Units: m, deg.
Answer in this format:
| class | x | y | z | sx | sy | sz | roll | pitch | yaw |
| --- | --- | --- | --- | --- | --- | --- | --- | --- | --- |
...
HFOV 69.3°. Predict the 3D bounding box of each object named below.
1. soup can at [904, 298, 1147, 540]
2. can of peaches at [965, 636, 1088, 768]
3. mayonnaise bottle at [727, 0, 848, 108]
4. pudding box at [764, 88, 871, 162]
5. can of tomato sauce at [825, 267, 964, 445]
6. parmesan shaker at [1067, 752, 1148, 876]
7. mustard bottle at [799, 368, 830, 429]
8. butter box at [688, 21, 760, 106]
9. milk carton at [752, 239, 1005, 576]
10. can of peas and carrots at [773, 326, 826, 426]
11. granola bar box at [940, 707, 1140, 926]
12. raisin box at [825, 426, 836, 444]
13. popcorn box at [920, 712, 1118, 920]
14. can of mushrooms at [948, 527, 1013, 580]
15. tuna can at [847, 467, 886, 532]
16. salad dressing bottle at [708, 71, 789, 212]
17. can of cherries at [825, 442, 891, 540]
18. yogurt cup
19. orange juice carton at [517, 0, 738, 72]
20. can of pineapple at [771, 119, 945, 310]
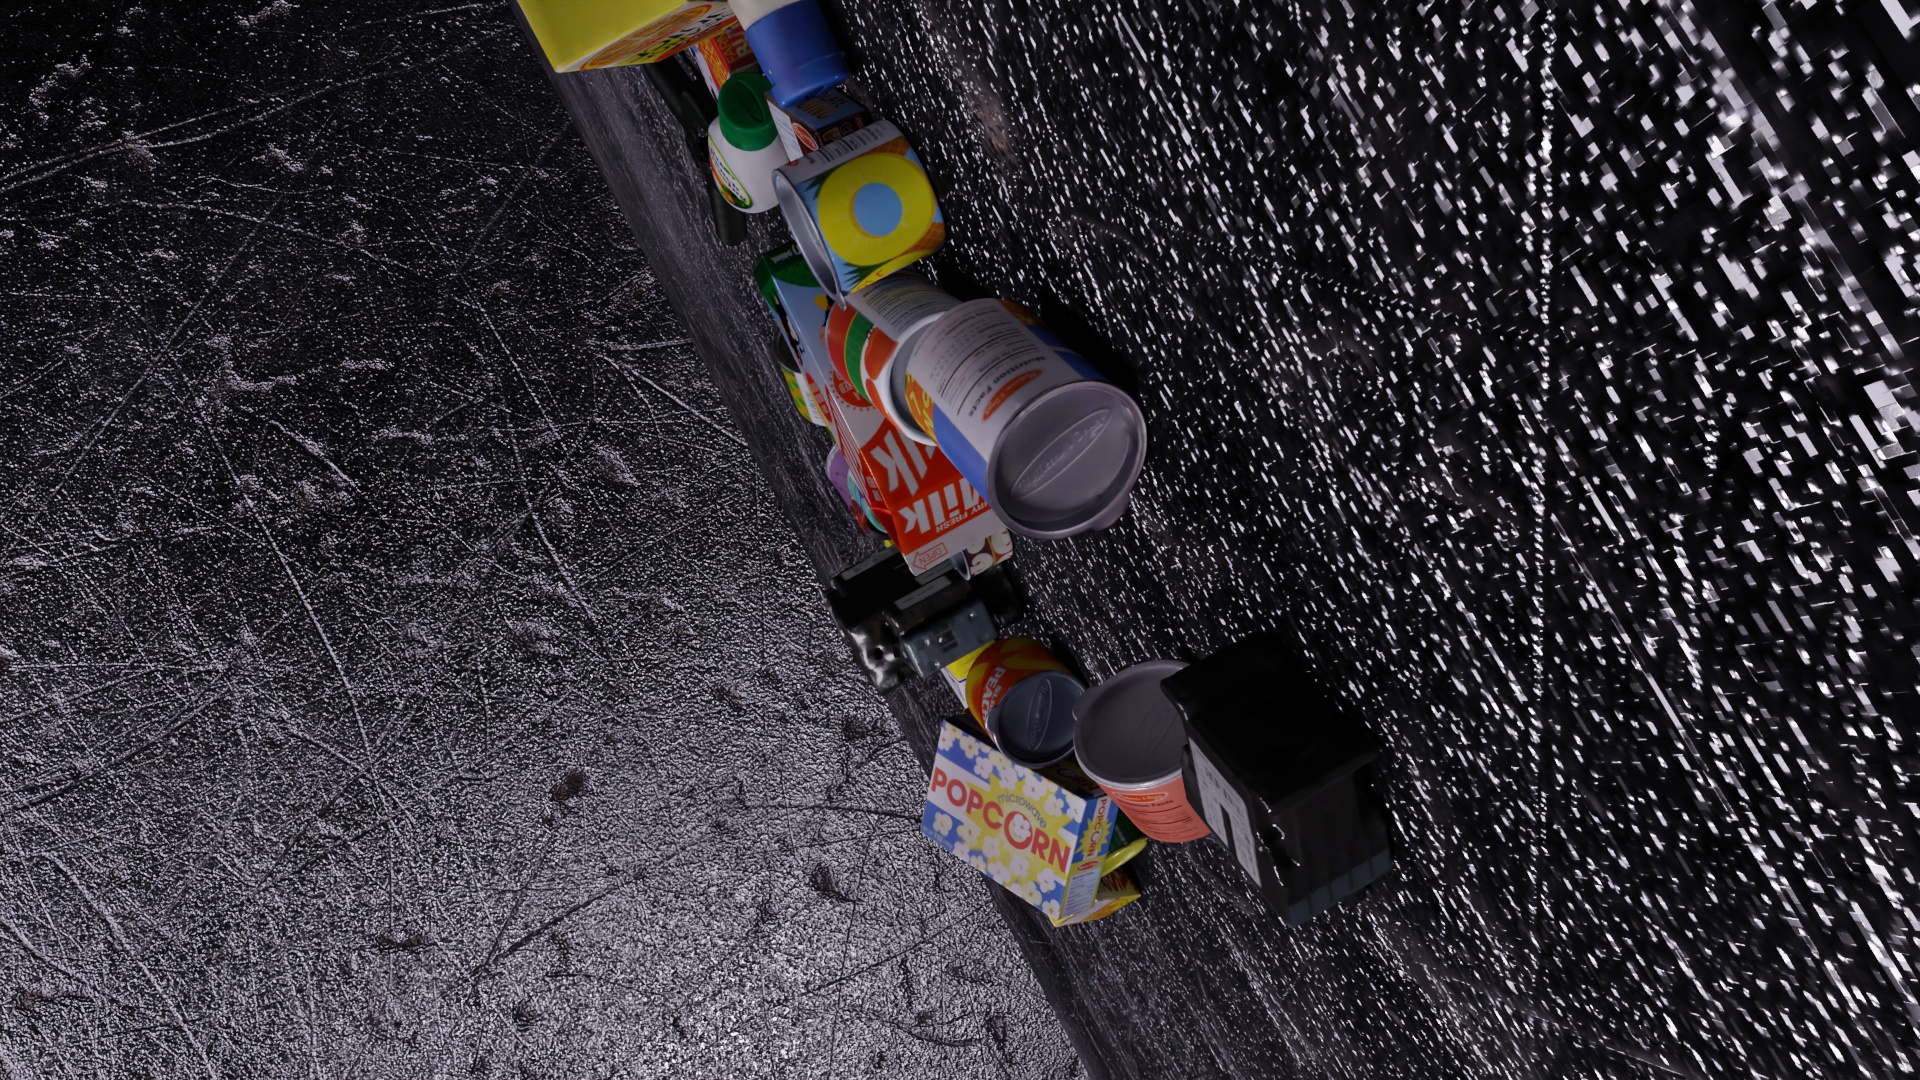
| class | x | y | z | sx | sy | sz | roll | pitch | yaw |
| --- | --- | --- | --- | --- | --- | --- | --- | --- | --- |
| soup can | 0.025 | -0.047 | 0.540 | 0.084 | 0.071 | 0.071 | 51 | 166 | 51 |
| can of peaches | 0.040 | 0.100 | 0.871 | 0.071 | 0.071 | 0.058 | 66 | 171 | -25 |
| mayonnaise bottle | -0.098 | -0.272 | 0.627 | 0.148 | 0.041 | 0.065 | 64 | 176 | -11 |
| pudding box | -0.067 | -0.200 | 0.702 | 0.084 | 0.030 | 0.049 | 50 | 164 | 51 |
| can of tomato sauce | -0.020 | -0.087 | 0.663 | 0.083 | 0.071 | 0.071 | 45 | 161 | 58 |
| parmesan shaker | 0.073 | 0.174 | 0.935 | 0.103 | 0.071 | 0.071 | 59 | 170 | 23 |
| mustard bottle | -0.076 | -0.125 | 0.868 | 0.048 | 0.065 | 0.161 | 91 | 155 | -46 |
| butter box | -0.147 | -0.303 | 0.859 | 0.053 | 0.024 | 0.103 | 63 | 171 | -8 |
| milk carton | -0.038 | -0.080 | 0.761 | 0.190 | 0.072 | 0.073 | 63 | 170 | -8 |
| can of peas and carrots | -0.087 | -0.121 | 0.938 | 0.071 | 0.071 | 0.058 | 56 | 169 | 33 |
| granola bar box | 0.060 | 0.202 | 1.029 | 0.166 | 0.039 | 0.124 | 58 | -168 | 22 |
| raisin box | -0.073 | -0.078 | 1.065 | 0.123 | 0.040 | 0.086 | 61 | 170 | 10 |
| popcorn box | 0.036 | 0.174 | 0.894 | 0.127 | 0.038 | 0.085 | 24 | 109 | 39 |
| can of mushrooms | 0.003 | -0.011 | 0.863 | 0.071 | 0.033 | 0.070 | 58 | 170 | 17 |
| tuna can | -0.036 | -0.037 | 0.900 | 0.033 | 0.071 | 0.070 | 52 | 167 | 42 |
| salad dressing bottle | -0.133 | -0.250 | 0.874 | 0.064 | 0.044 | 0.147 | 58 | 171 | -2 |
| can of cherries | -0.051 | -0.044 | 0.967 | 0.058 | 0.071 | 0.071 | 56 | 169 | 32 |
| yogurt cup | 0.090 | 0.094 | 0.606 | 0.053 | 0.072 | 0.072 | 59 | 174 | -36 |
| orange juice carton | -0.154 | -0.285 | 0.691 | 0.193 | 0.073 | 0.071 | -73 | -41 | -68 |
| can of pineapple | -0.046 | -0.151 | 0.644 | 0.071 | 0.058 | 0.070 | 59 | 171 | 16 |
